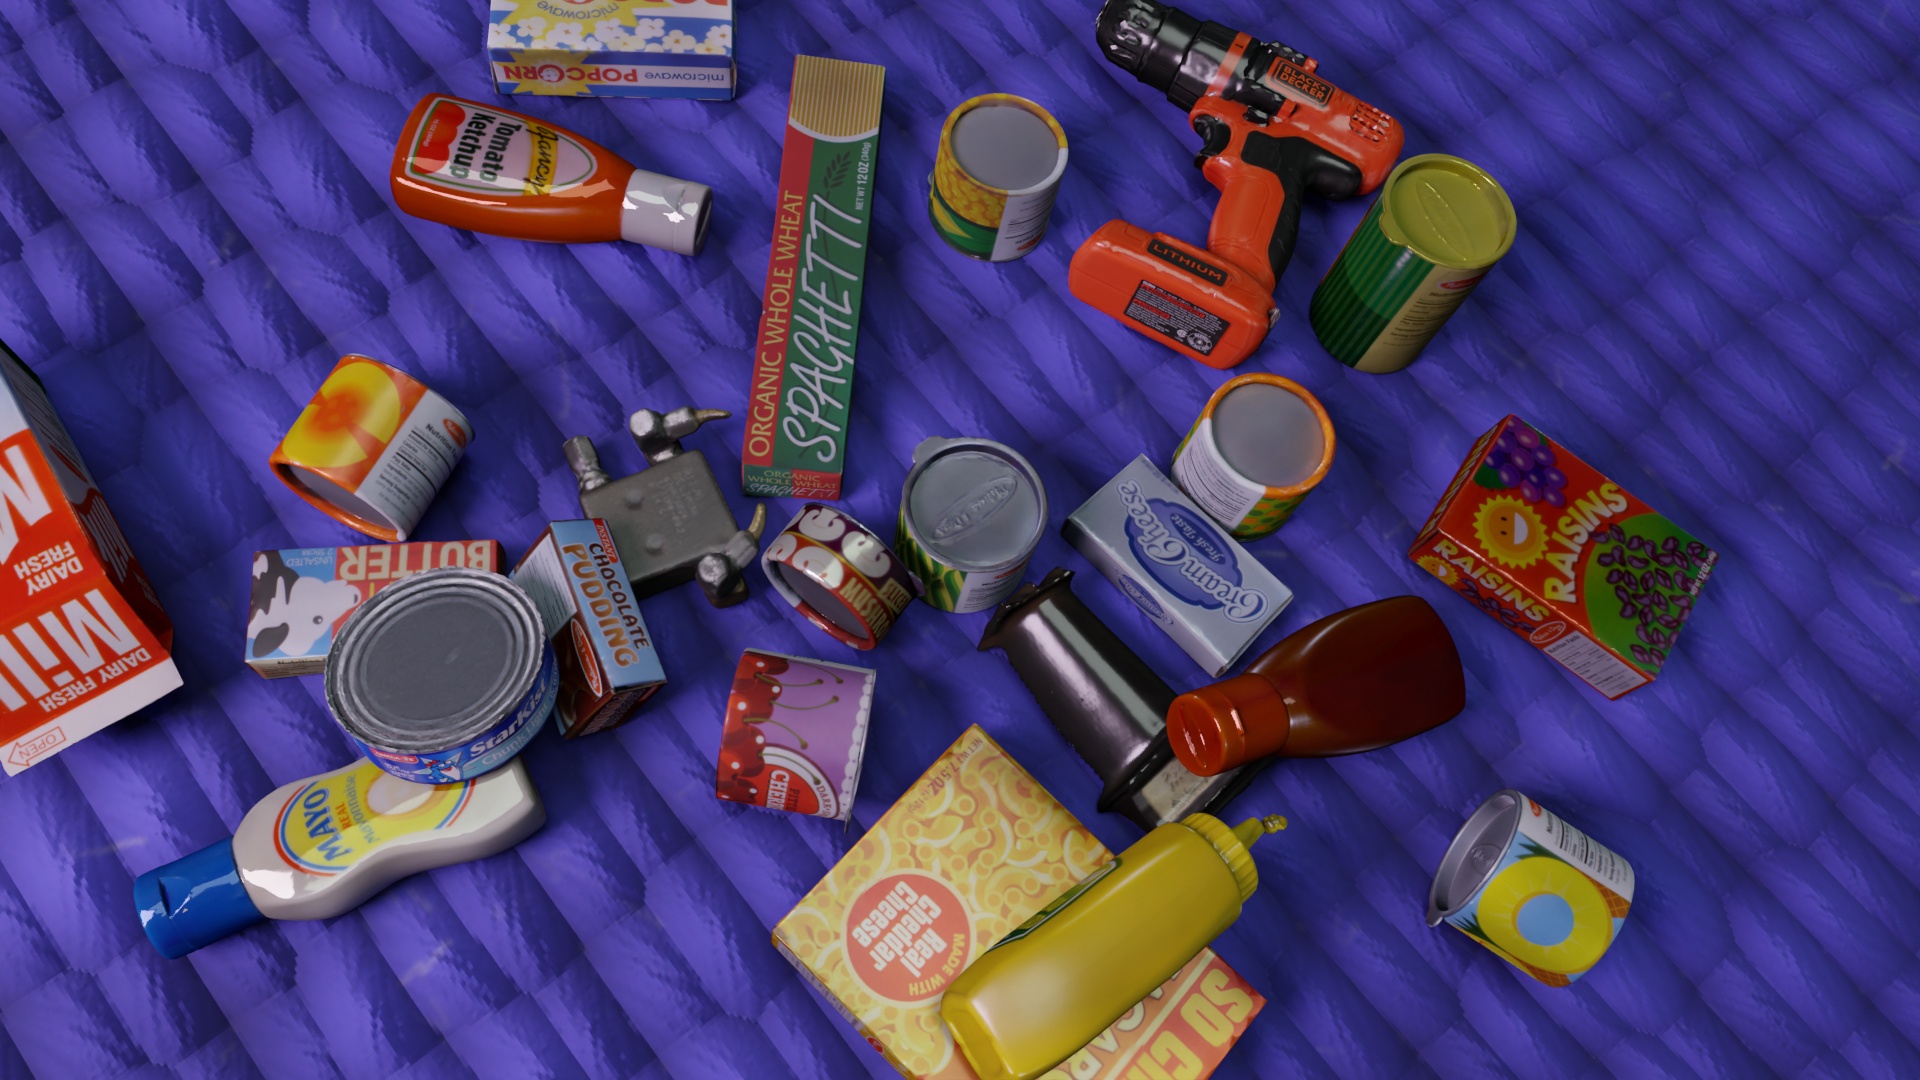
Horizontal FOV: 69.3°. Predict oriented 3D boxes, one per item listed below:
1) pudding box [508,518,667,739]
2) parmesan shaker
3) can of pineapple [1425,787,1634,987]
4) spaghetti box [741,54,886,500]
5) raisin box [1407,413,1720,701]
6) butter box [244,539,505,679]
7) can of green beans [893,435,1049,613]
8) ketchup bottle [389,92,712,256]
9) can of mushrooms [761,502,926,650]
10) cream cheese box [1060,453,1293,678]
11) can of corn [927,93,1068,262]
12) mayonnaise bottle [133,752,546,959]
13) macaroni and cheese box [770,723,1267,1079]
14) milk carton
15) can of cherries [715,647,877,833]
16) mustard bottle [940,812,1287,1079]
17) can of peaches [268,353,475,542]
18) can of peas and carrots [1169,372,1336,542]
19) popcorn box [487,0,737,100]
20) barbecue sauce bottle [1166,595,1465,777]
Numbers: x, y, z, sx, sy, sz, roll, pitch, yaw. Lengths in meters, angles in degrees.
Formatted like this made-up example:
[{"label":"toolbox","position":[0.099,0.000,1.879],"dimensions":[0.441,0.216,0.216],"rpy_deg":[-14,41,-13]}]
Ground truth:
[{"label":"pudding box","position":[-0.164,0.038,0.603],"dimensions":[0.030,0.049,0.084],"rpy_deg":[-5,63,-46]},{"label":"parmesan shaker","position":[0.223,-0.137,0.705],"dimensions":[0.071,0.102,0.071],"rpy_deg":[3,67,-7]},{"label":"can of pineapple","position":[0.248,0.153,0.608],"dimensions":[0.058,0.070,0.071],"rpy_deg":[33,67,6]},{"label":"spaghetti box","position":[-0.072,-0.139,0.705],"dimensions":[0.050,0.028,0.251],"rpy_deg":[6,66,-5]},{"label":"raisin box","position":[0.298,0.007,0.690],"dimensions":[0.123,0.040,0.086],"rpy_deg":[36,68,6]},{"label":"butter box","position":[-0.255,0.029,0.611],"dimensions":[0.103,0.024,0.053],"rpy_deg":[-4,69,-9]},{"label":"can of green beans","position":[0.003,-0.006,0.643],"dimensions":[0.071,0.057,0.071],"rpy_deg":[3,67,-7]},{"label":"ketchup bottle","position":[-0.201,-0.177,0.695],"dimensions":[0.149,0.043,0.065],"rpy_deg":[13,66,-3]},{"label":"can of mushrooms","position":[-0.053,0.017,0.620],"dimensions":[0.071,0.070,0.033],"rpy_deg":[36,68,7]},{"label":"cream cheese box","position":[0.104,0.011,0.669],"dimensions":[0.104,0.024,0.053],"rpy_deg":[44,69,11]},{"label":"can of corn","position":[0.017,-0.190,0.723],"dimensions":[0.071,0.058,0.071],"rpy_deg":[3,67,-7]},{"label":"mayonnaise bottle","position":[-0.250,0.120,0.563],"dimensions":[0.148,0.041,0.065],"rpy_deg":[-24,67,-17]},{"label":"macaroni and cheese box","position":[0.023,0.179,0.578],"dimensions":[0.166,0.040,0.124],"rpy_deg":[42,68,11]},{"label":"milk carton","position":[-0.397,0.001,0.576],"dimensions":[0.072,0.073,0.191],"rpy_deg":[-32,75,-19]},{"label":"can of cherries","position":[-0.070,0.084,0.590],"dimensions":[0.058,0.071,0.072],"rpy_deg":[11,67,-3]},{"label":"mustard bottle","position":[0.067,0.149,0.543],"dimensions":[0.161,0.065,0.049],"rpy_deg":[-30,78,-26]},{"label":"can of peaches","position":[-0.263,-0.041,0.617],"dimensions":[0.071,0.071,0.058],"rpy_deg":[24,67,2]},{"label":"can of peas and carrots","position":[0.144,-0.042,0.678],"dimensions":[0.071,0.058,0.071],"rpy_deg":[3,68,-7]},{"label":"popcorn box","position":[-0.184,-0.282,0.744],"dimensions":[0.127,0.038,0.085],"rpy_deg":[-1,68,-8]},{"label":"barbecue sauce bottle","position":[0.159,0.068,0.618],"dimensions":[0.149,0.043,0.065],"rpy_deg":[-12,78,-32]}]
